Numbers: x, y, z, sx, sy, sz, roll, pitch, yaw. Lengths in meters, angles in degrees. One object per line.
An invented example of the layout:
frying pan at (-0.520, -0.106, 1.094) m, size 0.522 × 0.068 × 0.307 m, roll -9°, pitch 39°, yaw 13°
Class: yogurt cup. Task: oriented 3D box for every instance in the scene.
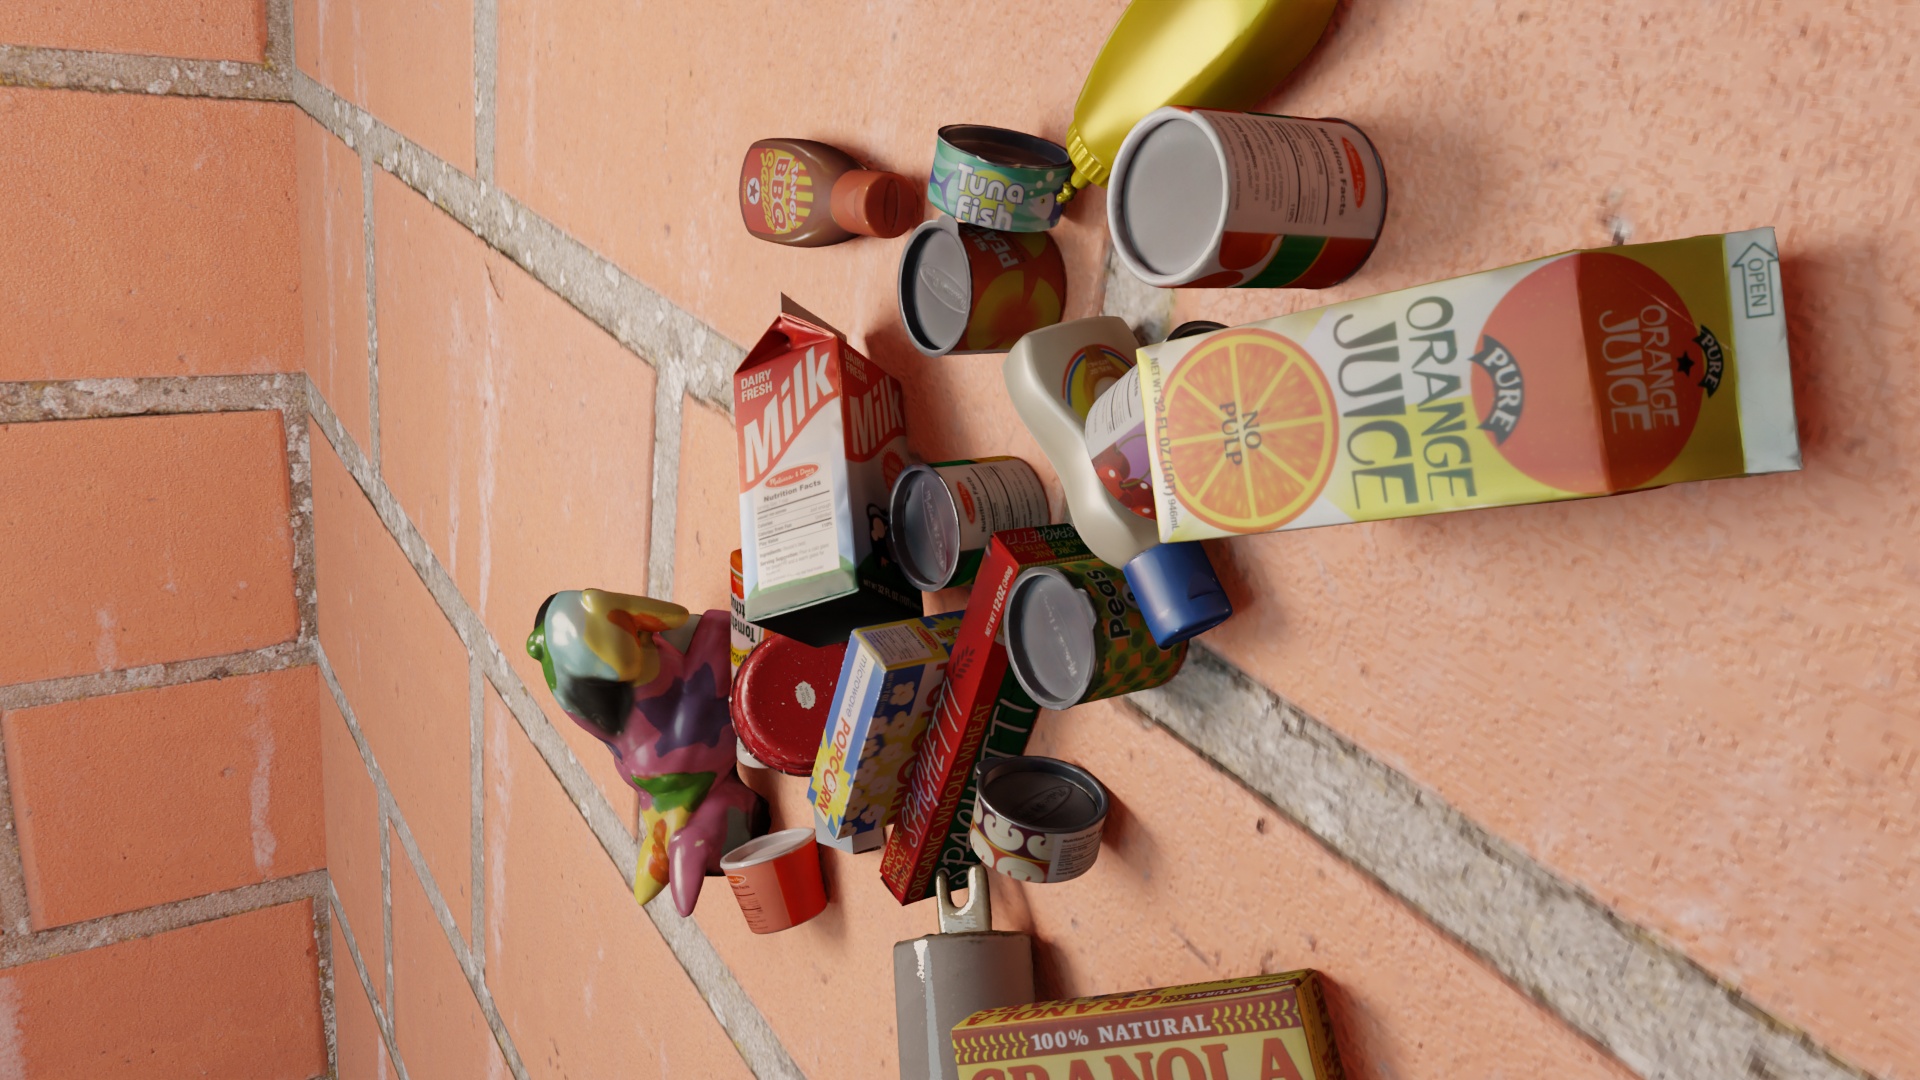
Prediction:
yogurt cup at (-0.125, 0.234, 0.953) m, size 0.072 × 0.072 × 0.054 m, roll -15°, pitch 92°, yaw 56°

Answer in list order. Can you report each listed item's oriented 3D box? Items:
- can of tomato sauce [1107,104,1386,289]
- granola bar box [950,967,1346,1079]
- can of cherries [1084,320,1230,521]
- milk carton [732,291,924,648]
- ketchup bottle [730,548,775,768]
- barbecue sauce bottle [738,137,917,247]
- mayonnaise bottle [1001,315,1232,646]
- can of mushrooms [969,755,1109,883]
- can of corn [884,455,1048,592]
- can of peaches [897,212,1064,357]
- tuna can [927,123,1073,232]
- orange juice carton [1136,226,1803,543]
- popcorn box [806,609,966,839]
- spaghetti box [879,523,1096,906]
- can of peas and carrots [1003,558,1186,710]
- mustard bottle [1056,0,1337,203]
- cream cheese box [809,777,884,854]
can of tomato sauce at (0.106, -0.127, 0.526) m, size 0.071 × 0.083 × 0.071 m, roll 14°, pitch 108°, yaw 54°
granola bar box at (0.086, 0.261, 0.601) m, size 0.165 × 0.039 × 0.124 m, roll -17°, pitch 81°, yaw 25°
can of cherries at (0.096, -0.046, 0.575) m, size 0.058 × 0.072 × 0.071 m, roll -41°, pitch 62°, yaw 51°
milk carton at (-0.076, -0.044, 0.780) m, size 0.073 × 0.072 × 0.191 m, roll -16°, pitch 67°, yaw 24°
ketchup bottle at (-0.133, 0.082, 0.953) m, size 0.065 × 0.044 × 0.148 m, roll 25°, pitch 117°, yaw 51°
barbecue sauce bottle at (-0.080, -0.203, 0.821) m, size 0.149 × 0.044 × 0.064 m, roll 24°, pitch 115°, yaw 51°
mayonnaise bottle at (0.073, -0.027, 0.615) m, size 0.148 × 0.065 × 0.041 m, roll 67°, pitch 152°, yaw 16°
can of mushrooms at (0.037, 0.137, 0.692) m, size 0.071 × 0.071 × 0.033 m, roll 36°, pitch 126°, yaw 47°
can of corn at (0.003, -0.009, 0.723) m, size 0.071 × 0.058 × 0.071 m, roll 16°, pitch 109°, yaw 54°
can of peaches at (0.011, -0.127, 0.690) m, size 0.071 × 0.058 × 0.071 m, roll 14°, pitch 107°, yaw 54°
tuna can at (0.018, -0.172, 0.659) m, size 0.071 × 0.071 × 0.032 m, roll 43°, pitch 132°, yaw 43°
orange juice carton at (0.160, -0.045, 0.450) m, size 0.192 × 0.073 × 0.072 m, roll -7°, pitch 90°, yaw 40°
popcorn box at (-0.029, 0.100, 0.765) m, size 0.038 × 0.085 × 0.126 m, roll 47°, pitch 132°, yaw 38°
spaghetti box at (0.010, 0.100, 0.740) m, size 0.029 × 0.050 × 0.248 m, roll 50°, pitch 134°, yaw 40°
can of peas and carrots at (0.063, 0.040, 0.642) m, size 0.071 × 0.059 × 0.070 m, roll 14°, pitch 108°, yaw 53°
mustard bottle at (0.085, -0.191, 0.576) m, size 0.159 × 0.049 × 0.065 m, roll -39°, pitch 64°, yaw 52°
cream cheese box at (-0.077, 0.147, 0.900) m, size 0.053 × 0.024 × 0.103 m, roll -6°, pitch 91°, yaw 57°
